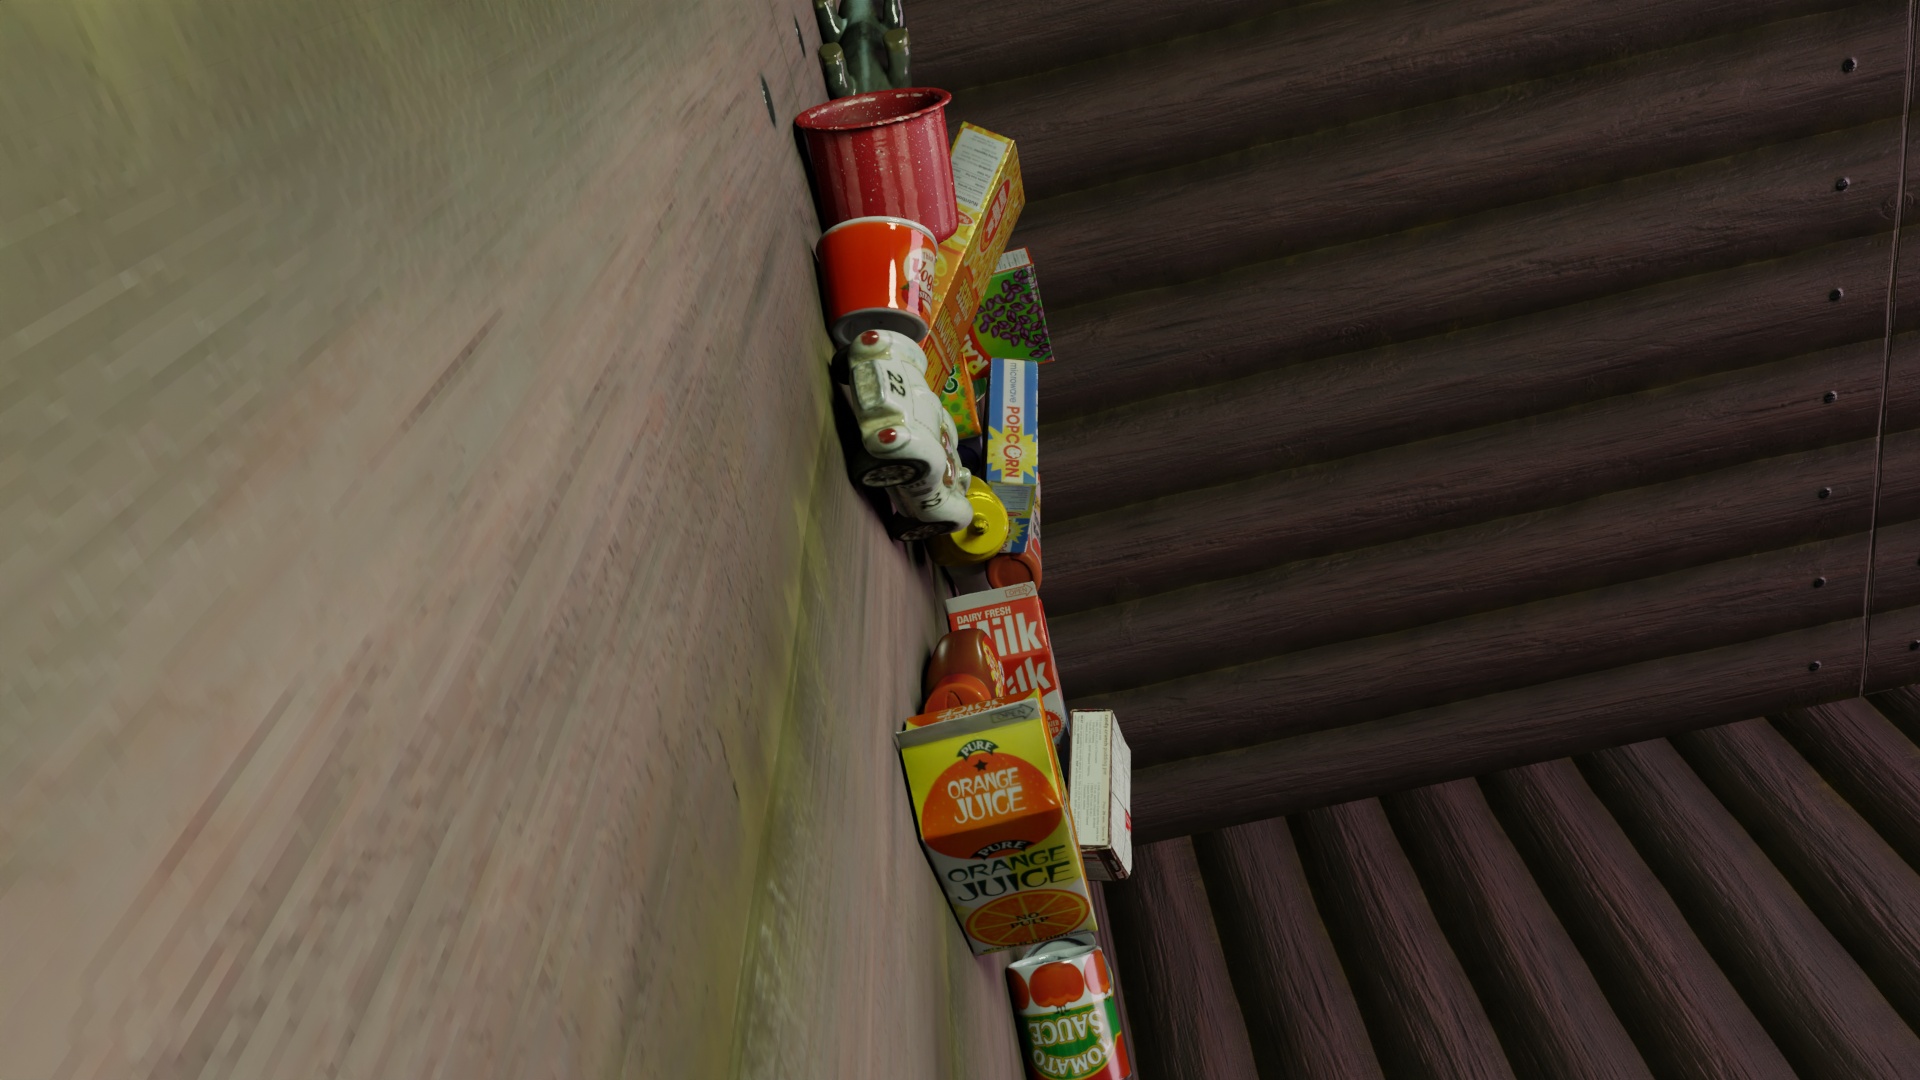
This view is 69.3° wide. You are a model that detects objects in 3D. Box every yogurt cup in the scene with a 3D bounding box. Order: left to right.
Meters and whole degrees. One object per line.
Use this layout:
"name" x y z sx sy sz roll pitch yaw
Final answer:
"yogurt cup" -0.045 -0.139 0.766 0.072 0.072 0.054 66 20 -71

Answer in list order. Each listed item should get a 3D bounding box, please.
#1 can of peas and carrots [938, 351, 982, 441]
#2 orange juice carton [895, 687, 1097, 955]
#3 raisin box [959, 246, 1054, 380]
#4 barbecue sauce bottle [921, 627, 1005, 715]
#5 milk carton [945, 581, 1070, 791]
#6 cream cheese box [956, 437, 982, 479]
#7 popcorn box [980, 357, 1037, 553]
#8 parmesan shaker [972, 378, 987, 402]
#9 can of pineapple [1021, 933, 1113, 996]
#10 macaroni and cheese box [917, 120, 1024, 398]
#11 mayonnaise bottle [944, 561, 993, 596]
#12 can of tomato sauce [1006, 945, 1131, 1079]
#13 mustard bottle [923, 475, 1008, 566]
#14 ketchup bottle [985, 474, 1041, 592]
"can of peas and carrots" -0.019 -0.105 1.036 0.071 0.059 0.071 -18 95 -86
"orange juice carton" 0.020 0.142 0.730 0.191 0.072 0.073 73 5 -50
"raisin box" 0.003 -0.167 1.070 0.040 0.123 0.085 -100 176 -54
"barbecue sauce bottle" 0.002 0.092 0.831 0.148 0.044 0.065 -39 117 -85
"milk carton" 0.042 0.116 1.101 0.074 0.072 0.189 -95 171 -59
"cream cheese box" -0.006 -0.073 1.152 0.103 0.053 0.024 69 7 -63
"popcorn box" 0.036 -0.065 1.052 0.084 0.038 0.127 97 -3 -53
"parmesan shaker" -0.023 -0.163 1.139 0.072 0.071 0.102 -97 173 -53
"can of pineapple" 0.077 0.314 0.987 0.057 0.071 0.071 70 8 -69
"macaroni and cheese box" -0.009 -0.183 0.949 0.123 0.040 0.166 45 68 -82
"mayonnaise bottle" 0.003 0.005 1.136 0.147 0.041 0.065 60 21 -71
"can of tomato sauce" 0.070 0.316 0.913 0.071 0.071 0.083 59 18 -78
"mustard bottle" 0.003 -0.012 0.938 0.160 0.049 0.065 -158 -124 -79
"ketchup bottle" 0.043 -0.029 1.123 0.064 0.043 0.149 78 11 -50
